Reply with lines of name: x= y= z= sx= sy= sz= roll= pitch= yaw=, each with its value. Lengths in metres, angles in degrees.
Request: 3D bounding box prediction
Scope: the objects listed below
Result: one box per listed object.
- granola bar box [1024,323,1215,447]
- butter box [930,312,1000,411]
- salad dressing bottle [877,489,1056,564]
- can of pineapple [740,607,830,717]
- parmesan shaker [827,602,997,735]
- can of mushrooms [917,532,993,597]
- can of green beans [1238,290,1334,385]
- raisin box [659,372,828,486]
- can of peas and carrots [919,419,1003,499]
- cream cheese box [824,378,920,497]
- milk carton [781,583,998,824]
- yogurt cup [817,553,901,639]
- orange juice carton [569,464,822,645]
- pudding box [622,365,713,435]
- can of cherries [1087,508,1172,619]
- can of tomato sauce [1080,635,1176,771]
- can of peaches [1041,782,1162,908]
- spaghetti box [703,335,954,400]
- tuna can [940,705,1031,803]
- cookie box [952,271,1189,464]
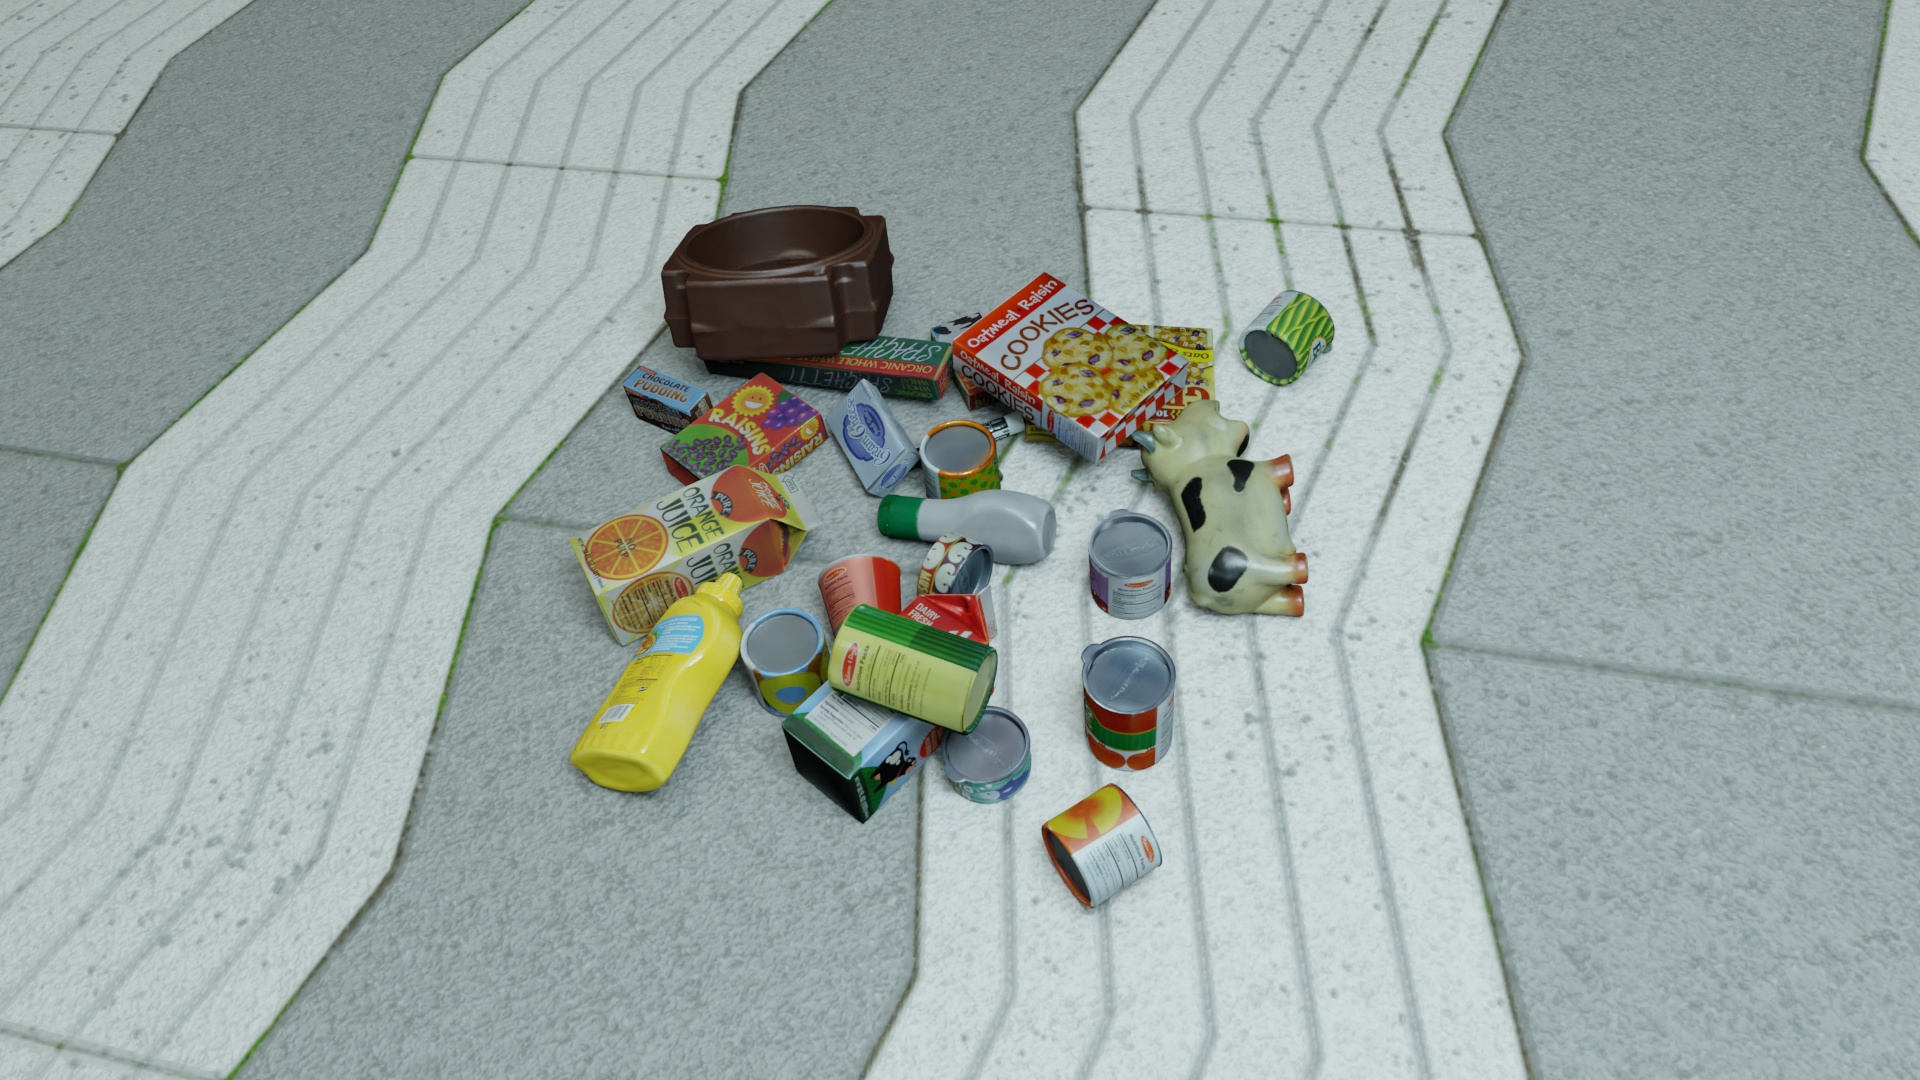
granola bar box: x=0.144 y=-0.141 z=1.247 sx=0.166 sy=0.038 sz=0.125 roll=4 pitch=51 yaw=3
butter box: x=0.014 y=-0.168 z=1.303 sx=0.053 sy=0.024 sz=0.104 roll=-20 pitch=51 yaw=-9
salad dressing bottle: x=0.004 y=-0.015 z=1.157 sx=0.147 sy=0.064 sz=0.044 roll=6 pitch=40 yaw=21
can of pineapple: x=-0.132 y=0.094 z=1.082 sx=0.071 sy=0.057 sz=0.071 roll=-3 pitch=50 yaw=4
parmesan shaker: x=-0.033 y=0.093 z=0.976 sx=0.103 sy=0.071 sz=0.072 roll=17 pitch=55 yaw=16
can of mushrooms: x=-0.005 y=0.030 z=1.115 sx=0.033 sy=0.070 sz=0.071 roll=23 pitch=57 yaw=24
can of green beans: x=0.294 y=-0.183 z=1.255 sx=0.071 sy=0.071 sz=0.058 roll=31 pitch=61 yaw=27
raisin box: x=-0.194 y=-0.087 z=1.251 sx=0.086 sy=0.040 sz=0.124 roll=35 pitch=63 yaw=30
can of peas and carrots: x=0.002 y=-0.062 z=1.195 sx=0.071 sy=0.058 sz=0.071 roll=-3 pitch=51 yaw=4
cream cheese box: x=-0.079 y=-0.092 z=1.235 sx=0.053 sy=0.024 sz=0.104 roll=-46 pitch=51 yaw=17
milk carton: x=-0.037 y=0.112 z=1.048 sx=0.073 sy=0.072 sz=0.191 roll=33 pitch=62 yaw=28
yogurt cup: x=-0.078 y=0.049 z=1.110 sx=0.072 sy=0.072 sz=0.054 roll=-11 pitch=58 yaw=-2
orange juice carton: x=-0.215 y=0.003 z=1.157 sx=0.193 sy=0.072 sz=0.072 roll=-26 pitch=52 yaw=-15
pudding box: x=-0.267 y=-0.125 z=1.284 sx=0.084 sy=0.049 sz=0.030 roll=23 pitch=59 yaw=23
can of cherries: x=0.136 y=0.019 z=1.113 sx=0.071 sy=0.058 sz=0.072 roll=-4 pitch=51 yaw=5
can of tomato sauce: x=0.121 y=0.120 z=1.015 sx=0.071 sy=0.082 sz=0.071 roll=-3 pitch=50 yaw=4
can of peaches: x=0.095 y=0.210 z=0.957 sx=0.058 sy=0.071 sz=0.071 roll=-29 pitch=53 yaw=-16
spaghetti box: x=-0.124 y=-0.170 z=1.302 sx=0.250 sy=0.028 sz=0.050 roll=9 pitch=53 yaw=21
tuna can: x=0.018 y=0.160 z=1.026 sx=0.071 sy=0.032 sz=0.071 roll=-3 pitch=50 yaw=4
cookie box: x=0.093 y=-0.152 z=1.206 sx=0.168 sy=0.040 sz=0.123 roll=37 pitch=60 yaw=25
